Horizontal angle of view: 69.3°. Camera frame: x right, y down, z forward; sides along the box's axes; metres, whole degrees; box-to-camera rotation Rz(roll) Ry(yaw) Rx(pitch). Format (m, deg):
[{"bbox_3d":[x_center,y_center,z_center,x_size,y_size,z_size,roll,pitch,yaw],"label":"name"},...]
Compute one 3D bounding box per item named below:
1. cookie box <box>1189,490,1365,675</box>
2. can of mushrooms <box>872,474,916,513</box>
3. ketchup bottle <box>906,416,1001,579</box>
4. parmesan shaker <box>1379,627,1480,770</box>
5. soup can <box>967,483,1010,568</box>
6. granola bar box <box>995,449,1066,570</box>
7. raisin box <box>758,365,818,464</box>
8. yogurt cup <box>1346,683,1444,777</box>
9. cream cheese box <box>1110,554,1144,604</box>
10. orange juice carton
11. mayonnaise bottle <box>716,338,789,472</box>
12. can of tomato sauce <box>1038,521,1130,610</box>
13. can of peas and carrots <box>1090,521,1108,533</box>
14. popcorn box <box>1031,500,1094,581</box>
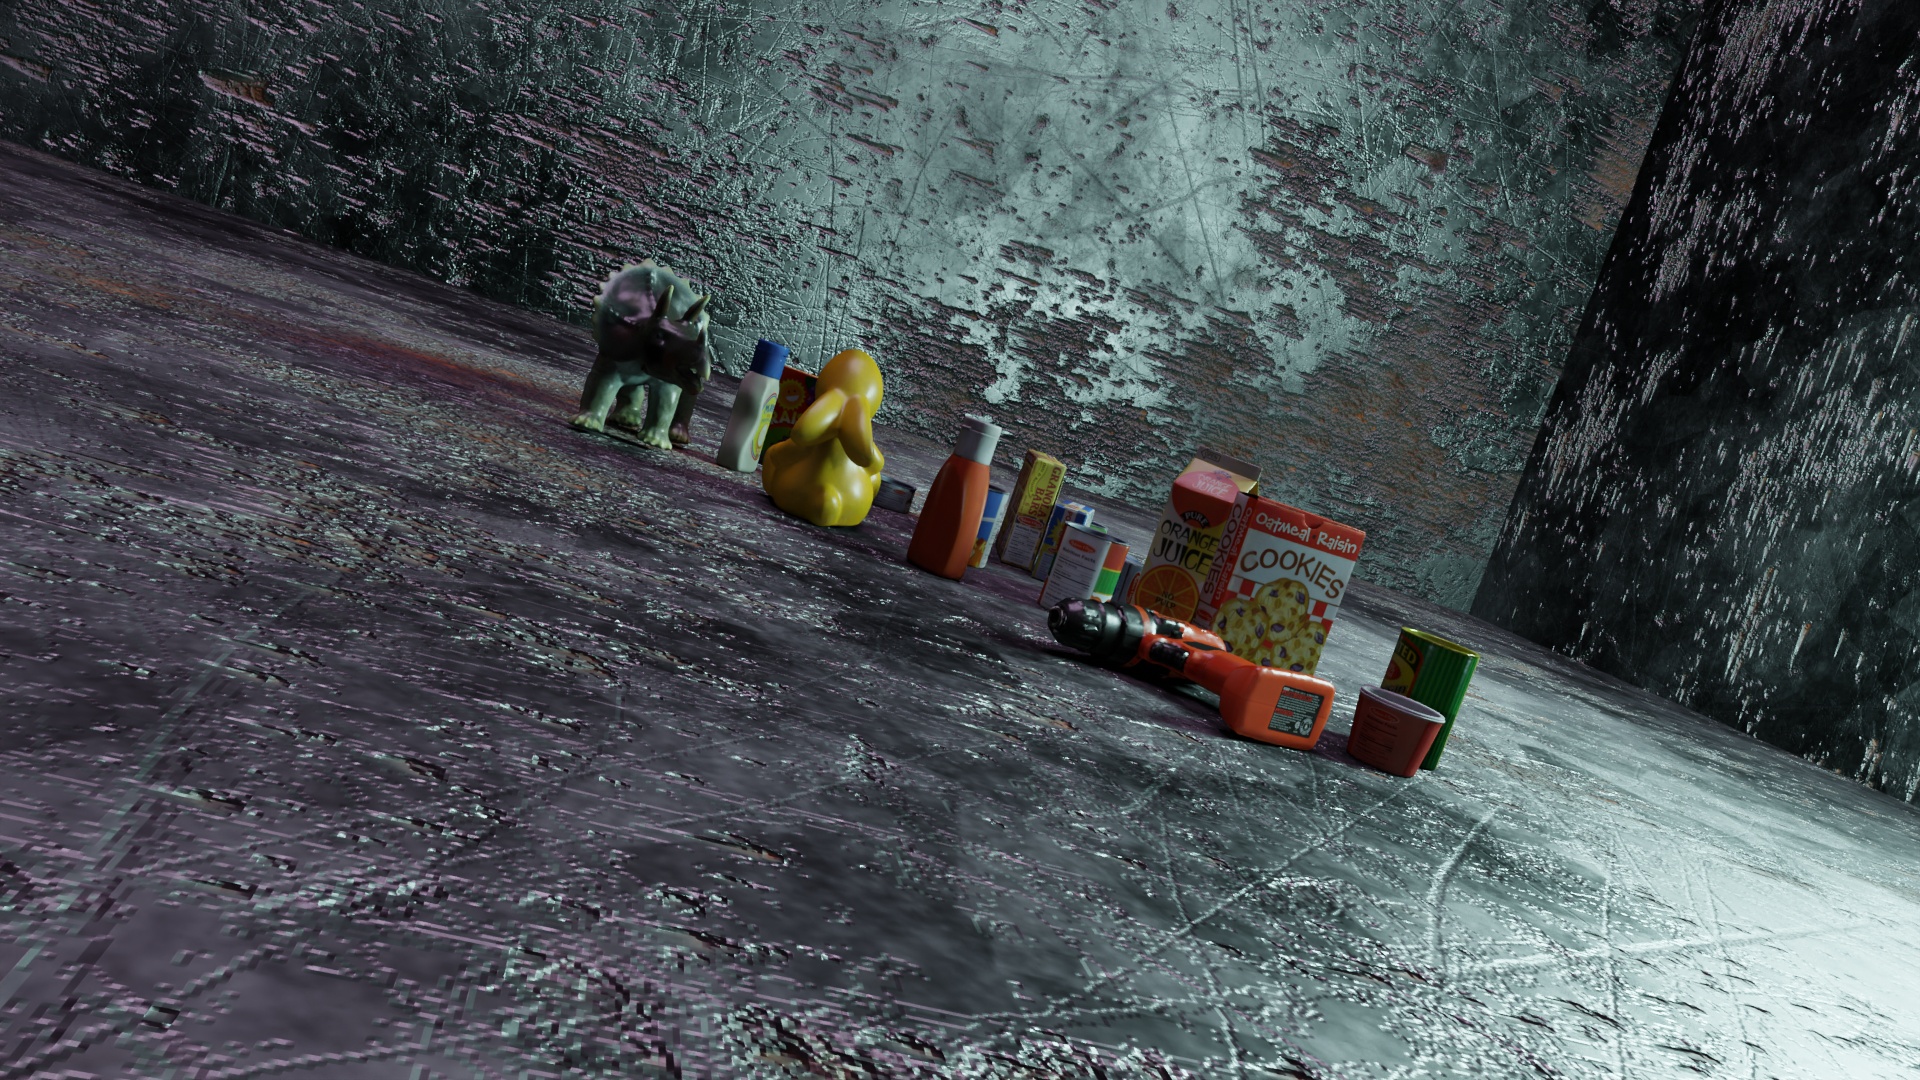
[{"bbox_3d":[0.281,0.051,1.254,0.123,0.167,0.040,16,7,-23],"label":"cookie box"},{"bbox_3d":[-0.090,-0.059,1.699,0.071,0.033,0.071,19,7,-2],"label":"can of mushrooms"},{"bbox_3d":[-0.003,-0.041,1.302,0.043,0.148,0.065,13,8,-42],"label":"ketchup bottle"},{"bbox_3d":[0.383,0.132,1.158,0.071,0.103,0.071,19,6,-2],"label":"parmesan shaker"},{"bbox_3d":[0.005,-0.022,1.442,0.071,0.083,0.071,19,6,-2],"label":"soup can"},{"bbox_3d":[0.081,-0.038,1.611,0.039,0.124,0.166,19,6,-3],"label":"granola bar box"},{"bbox_3d":[-0.194,-0.142,1.694,0.086,0.123,0.040,20,6,13],"label":"raisin box"},{"bbox_3d":[0.339,0.151,1.093,0.072,0.054,0.072,19,6,-2],"label":"yogurt cup"},{"bbox_3d":[0.177,0.044,1.510,0.024,0.053,0.104,18,7,-7],"label":"cream cheese box"},{"bbox_3d":[0.239,0.006,1.395,0.072,0.192,0.073,22,7,29],"label":"orange juice carton"},{"bbox_3d":[-0.231,-0.151,1.561,0.041,0.148,0.065,20,6,9],"label":"mayonnaise bottle"},{"bbox_3d":[0.119,0.032,1.328,0.071,0.083,0.071,19,6,-2],"label":"can of tomato sauce"},{"bbox_3d":[0.144,0.000,1.758,0.071,0.058,0.071,19,6,-2],"label":"can of peas and carrots"},{"bbox_3d":[0.116,0.002,1.551,0.038,0.085,0.127,20,7,7],"label":"popcorn box"}]
